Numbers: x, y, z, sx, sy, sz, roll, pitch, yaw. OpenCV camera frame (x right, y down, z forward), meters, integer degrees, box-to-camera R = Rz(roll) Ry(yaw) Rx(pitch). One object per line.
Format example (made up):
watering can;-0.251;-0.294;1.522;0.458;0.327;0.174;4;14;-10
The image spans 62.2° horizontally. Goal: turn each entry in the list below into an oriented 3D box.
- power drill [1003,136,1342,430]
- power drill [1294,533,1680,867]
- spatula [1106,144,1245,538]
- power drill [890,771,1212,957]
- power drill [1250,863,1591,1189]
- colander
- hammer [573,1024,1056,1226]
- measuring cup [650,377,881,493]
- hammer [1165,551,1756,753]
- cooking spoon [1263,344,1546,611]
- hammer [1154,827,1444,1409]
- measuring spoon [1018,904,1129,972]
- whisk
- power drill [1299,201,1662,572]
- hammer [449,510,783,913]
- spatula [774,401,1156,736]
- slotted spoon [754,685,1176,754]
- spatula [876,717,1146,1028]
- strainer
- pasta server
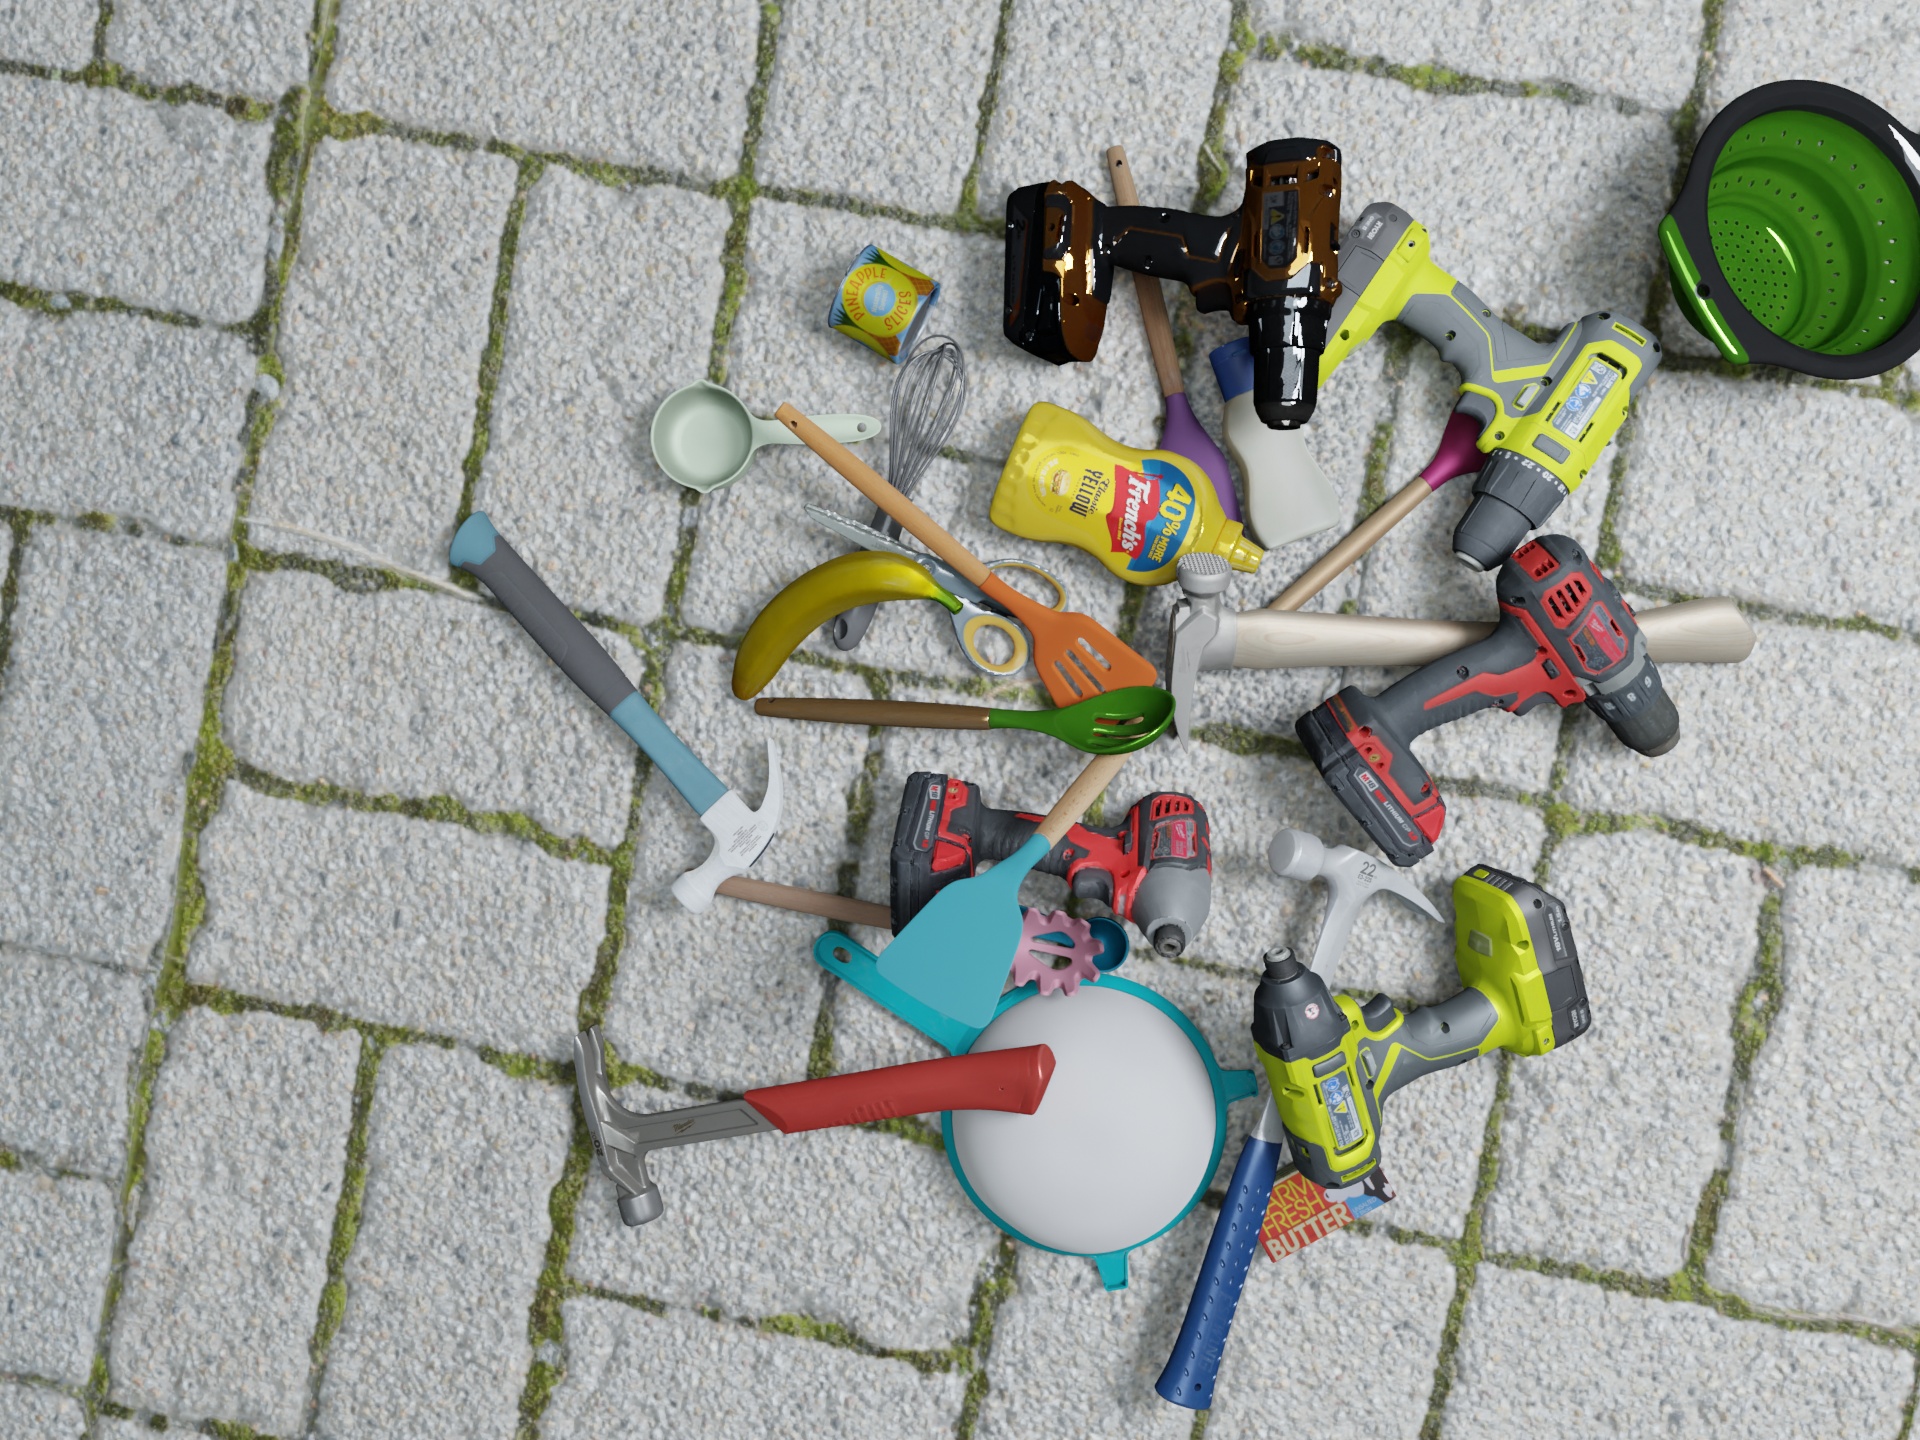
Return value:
power drill;0.146;-0.288;1.084;0.226;0.084;0.185;2;92;26
power drill;0.368;0.002;1.090;0.226;0.080;0.187;-37;115;14
spatula;0.147;-0.260;1.153;0.060;0.018;0.316;-13;92;8
power drill;0.065;0.104;1.106;0.219;0.143;0.078;4;125;4
power drill;0.306;0.195;1.080;0.223;0.080;0.171;-24;108;-15
colander;0.624;-0.353;1.098;0.397;0.094;0.204;-28;89;-14
hammer;-0.107;0.263;1.128;0.359;0.036;0.149;-14;92;20
measuring cup;-0.140;-0.208;1.162;0.167;0.038;0.083;-3;91;1
hammer;0.350;-0.047;1.124;0.410;0.038;0.146;0;121;-2
cooking spoon;0.315;-0.153;1.145;0.319;0.017;0.069;-41;89;3
hammer;0.224;0.285;1.118;0.144;0.035;0.405;17;91;-25
measuring spoon;0.063;0.149;1.172;0.128;0.021;0.042;17;104;12
whisk;-0.049;-0.164;1.155;0.055;0.055;0.239;20;97;3
power drill;0.338;-0.232;1.103;0.228;0.080;0.190;34;93;6
hammer;-0.258;-0.021;1.169;0.128;0.033;0.331;-43;87;-5
spatula;-0.002;-0.111;1.114;0.322;0.041;0.081;39;117;-13
slotted spoon;-0.002;-0.004;1.132;0.314;0.070;0.031;3;129;18
spatula;0.063;0.073;1.066;0.082;0.317;0.044;26;135;20
strainer;0.035;0.257;1.134;0.340;0.095;0.211;33;93;1
pasta server;-0.052;0.144;1.157;0.316;0.040;0.060;11;86;8
